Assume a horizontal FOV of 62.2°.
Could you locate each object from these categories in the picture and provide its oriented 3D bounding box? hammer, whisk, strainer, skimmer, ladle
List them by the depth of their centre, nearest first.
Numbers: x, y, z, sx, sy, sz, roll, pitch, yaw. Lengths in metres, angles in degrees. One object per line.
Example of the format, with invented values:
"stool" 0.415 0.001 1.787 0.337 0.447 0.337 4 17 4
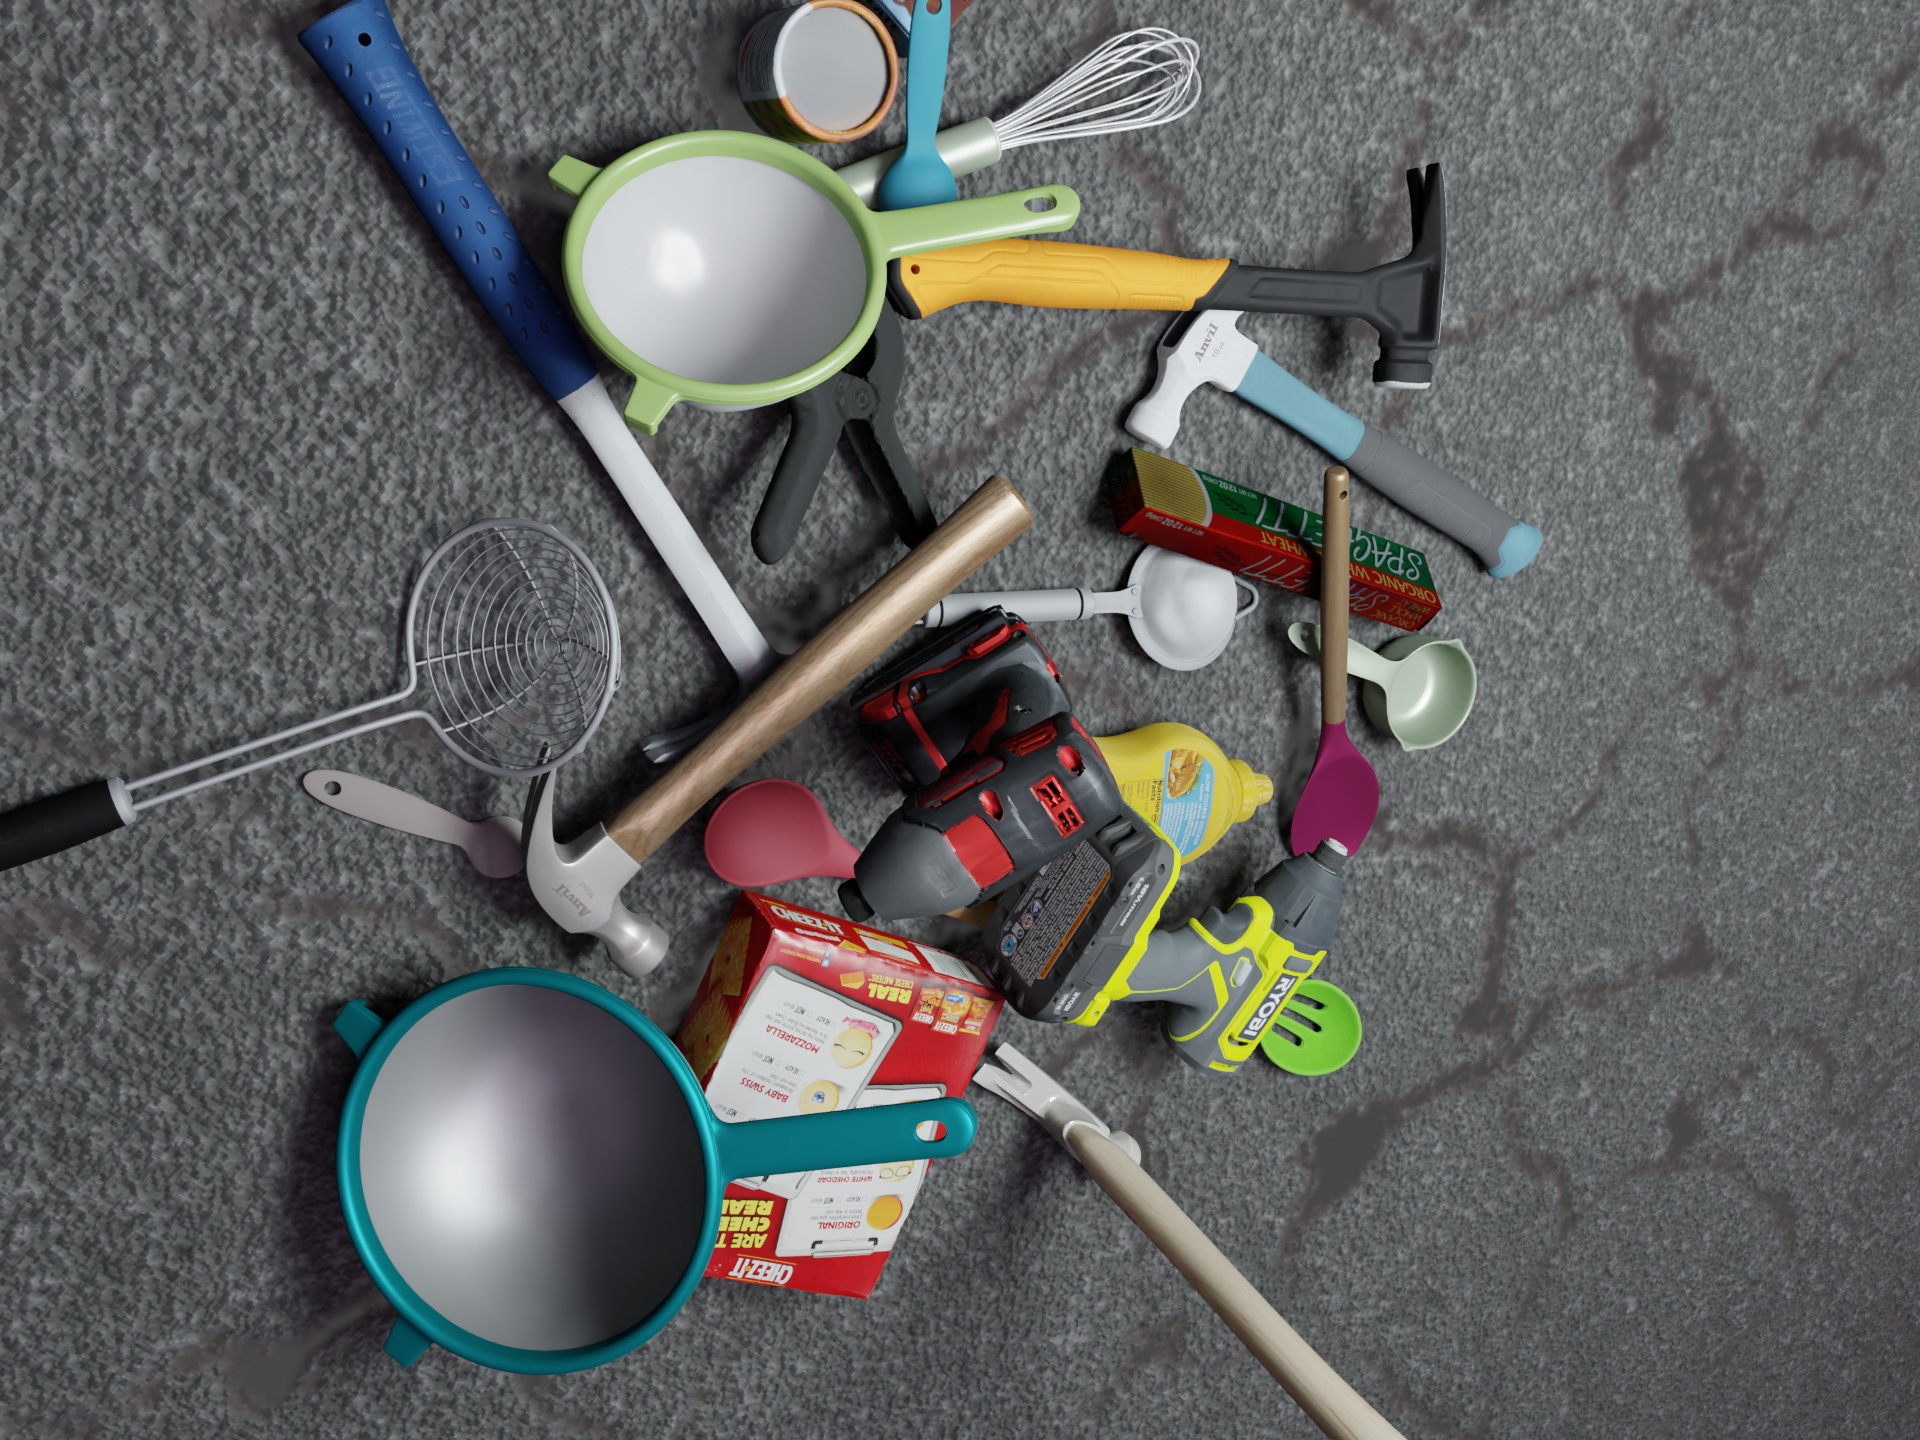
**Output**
"skimmer" -0.338 0.011 0.744 0.363 0.090 0.127 -21 85 -16
"strainer" -0.065 -0.217 0.782 0.256 0.069 0.152 -15 72 -16
"hammer" -0.191 -0.154 0.795 0.144 0.035 0.405 -36 119 -12
"strainer" -0.153 0.220 0.842 0.340 0.095 0.211 -8 91 9
"hammer" -0.095 -0.013 0.843 0.331 0.031 0.129 -42 123 -3
"whisk" 0.022 -0.311 0.846 0.246 0.059 0.058 -25 79 -13
"hammer" 0.119 -0.253 0.889 0.336 0.034 0.127 -2 103 -17
"hammer" 0.142 0.315 0.894 0.038 0.411 0.146 -49 120 -4
"strainer" 0.081 -0.069 0.956 0.258 0.050 0.087 -4 93 -22
"ladle" -0.022 0.103 0.969 0.315 0.031 0.069 24 100 -32
"hammer" 0.256 -0.171 1.012 0.330 0.033 0.128 24 96 -31

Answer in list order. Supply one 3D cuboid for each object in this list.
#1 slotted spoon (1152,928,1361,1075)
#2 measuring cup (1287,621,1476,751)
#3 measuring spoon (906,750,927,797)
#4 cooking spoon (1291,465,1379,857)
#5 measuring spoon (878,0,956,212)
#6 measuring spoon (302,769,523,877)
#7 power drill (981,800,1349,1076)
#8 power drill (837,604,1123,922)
"slotted spoon" 0.159 0.165 1.078 0.313 0.031 0.070 31 94 -29
"measuring cup" 0.272 -0.036 1.063 0.167 0.038 0.083 21 96 -27
"measuring spoon" -0.002 -0.003 0.951 0.021 0.011 0.117 25 94 -30
"cooking spoon" 0.240 -0.022 1.022 0.068 0.017 0.318 -19 129 -12
"measuring spoon" -0.015 -0.301 0.788 0.042 0.021 0.128 -10 131 -20
"measuring spoon" -0.281 0.053 0.828 0.124 0.018 0.034 25 95 -30
"power drill" 0.137 0.128 0.979 0.223 0.080 0.171 19 108 -40
"power drill" 0.001 0.026 0.829 0.143 0.220 0.078 -32 109 8
